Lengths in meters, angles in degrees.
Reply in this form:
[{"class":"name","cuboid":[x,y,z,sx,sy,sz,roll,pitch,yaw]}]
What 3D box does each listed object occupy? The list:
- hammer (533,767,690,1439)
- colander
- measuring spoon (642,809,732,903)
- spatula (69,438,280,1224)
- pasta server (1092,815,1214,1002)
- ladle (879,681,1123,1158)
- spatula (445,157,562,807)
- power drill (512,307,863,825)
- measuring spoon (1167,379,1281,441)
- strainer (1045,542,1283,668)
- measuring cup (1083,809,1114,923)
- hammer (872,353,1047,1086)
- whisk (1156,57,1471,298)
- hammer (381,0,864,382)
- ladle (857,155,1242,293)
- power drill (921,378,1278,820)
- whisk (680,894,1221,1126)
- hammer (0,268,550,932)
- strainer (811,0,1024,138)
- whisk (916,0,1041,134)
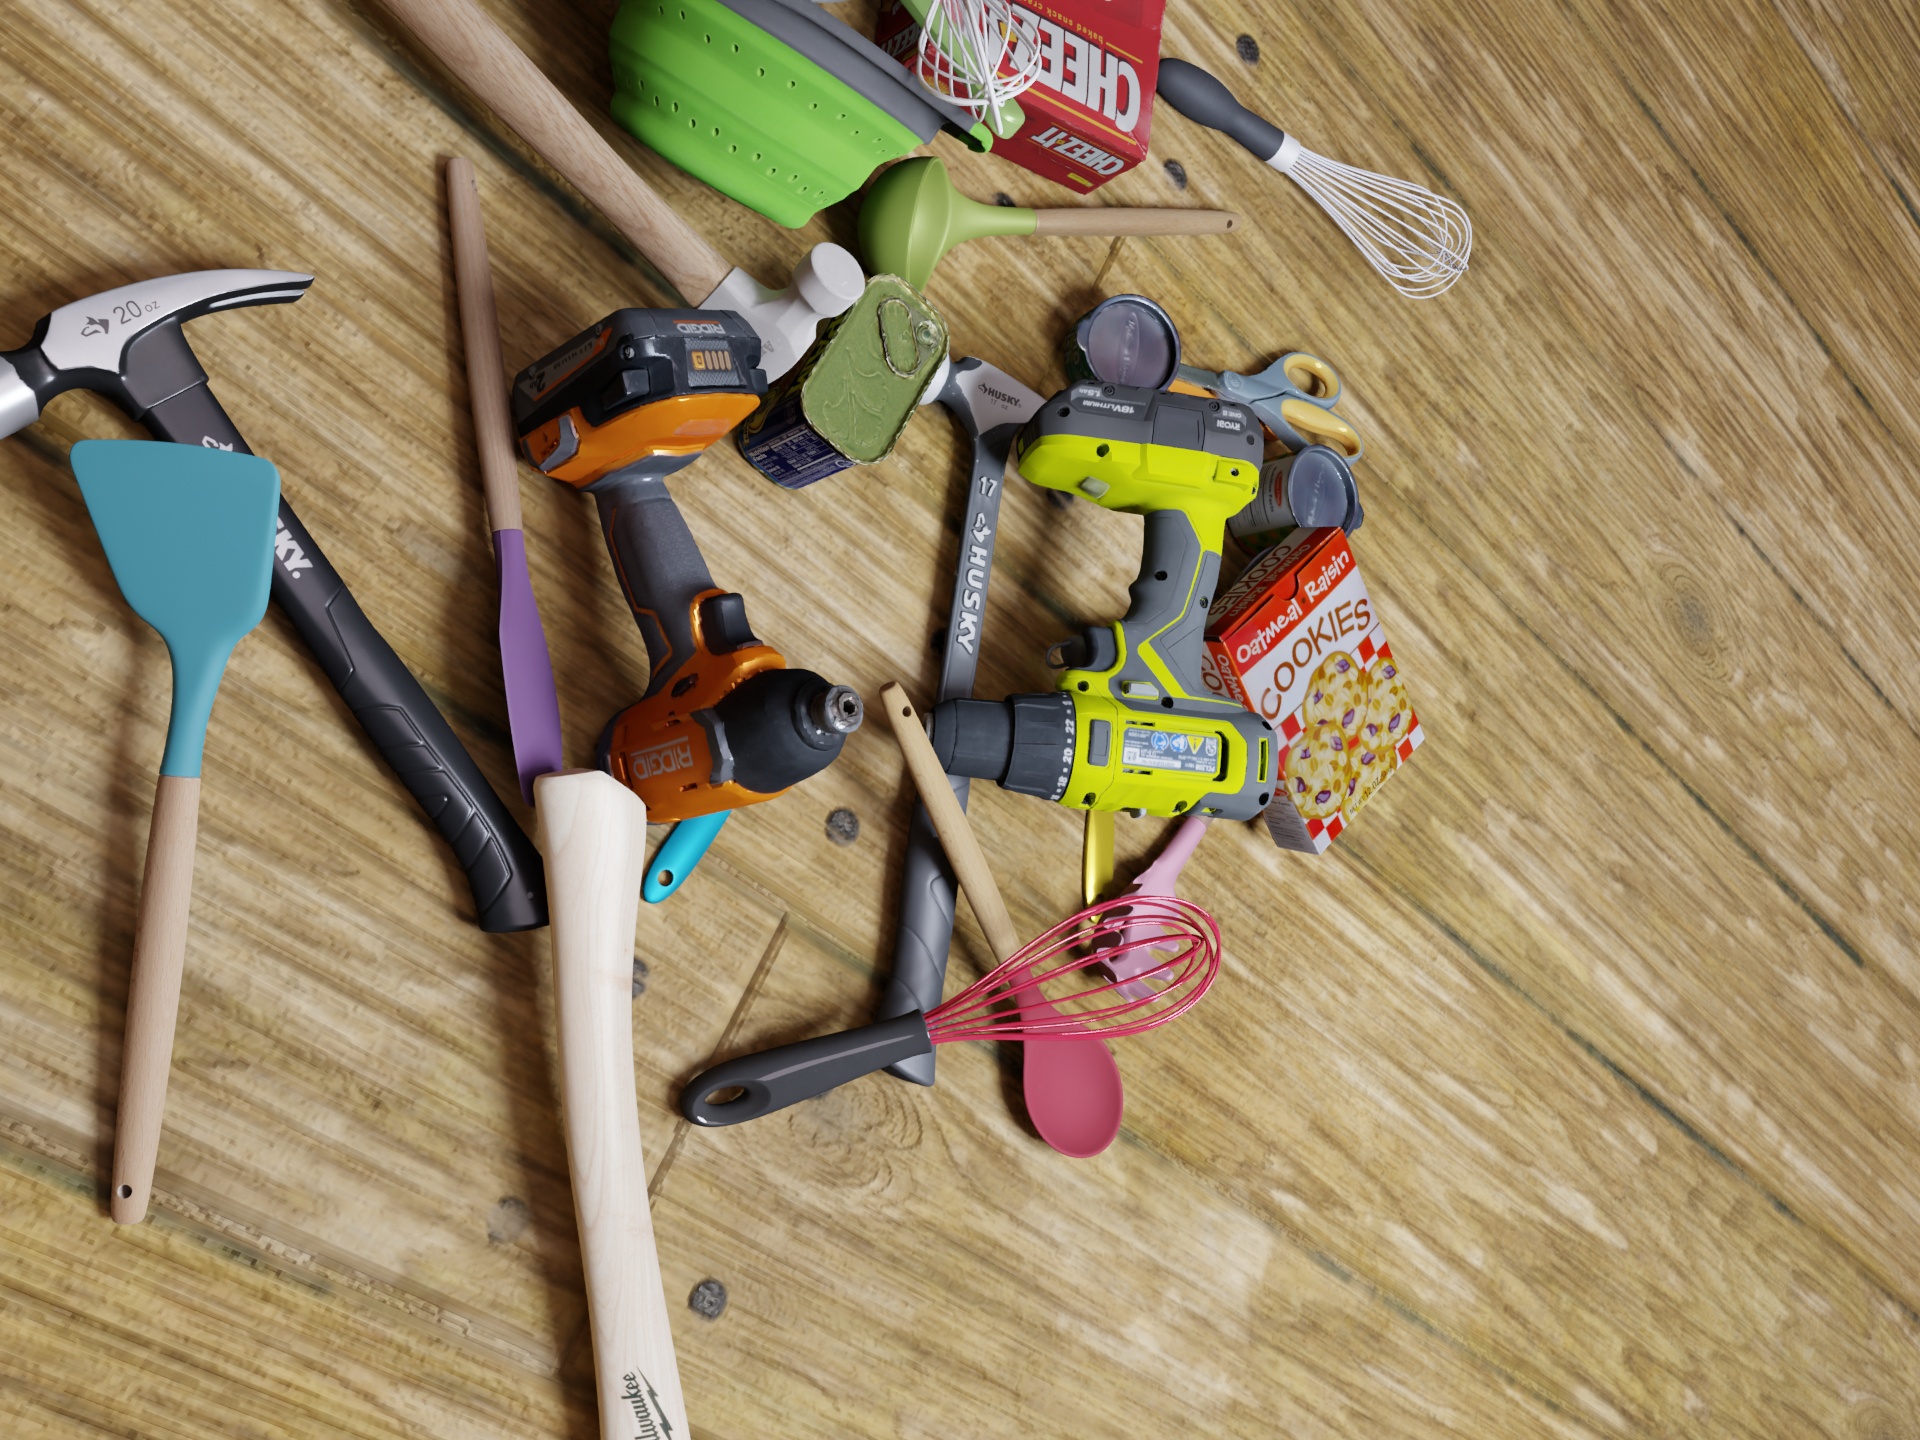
[{"class":"hammer","cuboid":[-0.169,0.228,0.734,0.146,0.038,0.410,-8,95,-33]},{"class":"colander","cuboid":[-0.176,-0.350,0.774,0.397,0.205,0.094,29,104,-12]},{"class":"measuring spoon","cuboid":[-0.120,0.041,0.816,0.042,0.021,0.129,44,64,-23]},{"class":"spatula","cuboid":[-0.327,0.048,0.647,0.082,0.044,0.317,6,89,-3]},{"class":"pasta server","cuboid":[0.168,0.047,1.002,0.316,0.040,0.060,-51,126,-29]},{"class":"ladle","cuboid":[0.020,0.114,0.868,0.069,0.031,0.315,-42,120,-34]},{"class":"spatula","cuboid":[-0.219,-0.114,0.759,0.018,0.059,0.316,-9,86,8]},{"class":"power drill","cuboid":[-0.122,-0.071,0.740,0.084,0.164,0.226,-13,90,-45]},{"class":"measuring spoon","cuboid":[0.167,-0.203,1.044,0.116,0.011,0.021,12,53,-30]},{"class":"strainer","cuboid":[0.146,-0.061,0.984,0.258,0.050,0.086,-14,112,-38]},{"class":"measuring cup","cuboid":[0.093,0.044,0.957,0.062,0.029,0.156,8,82,-33]},{"class":"hammer","cuboid":[-0.001,-0.003,0.895,0.149,0.036,0.409,15,78,-33]},{"class":"whisk","cuboid":[0.243,-0.372,1.088,0.284,0.070,0.070,22,73,-25]},{"class":"hammer","cuboid":[-0.200,-0.284,0.742,0.331,0.130,0.031,43,46,-16]},{"class":"ladle","cuboid":[0.069,-0.298,0.960,0.320,0.062,0.078,-14,126,-38]},{"class":"power drill","cuboid":[0.080,-0.062,0.874,0.190,0.080,0.228,7,81,-11]},{"class":"whisk","cuboid":[-0.001,0.154,0.824,0.296,0.073,0.073,-16,95,-12]},{"class":"hammer","cuboid":[-0.274,-0.043,0.713,0.146,0.035,0.334,-40,108,-30]},{"class":"strainer","cuboid":[-0.060,-0.389,0.839,0.256,0.069,0.151,54,38,9]},{"class":"whisk","cuboid":[-0.003,-0.362,0.778,0.059,0.058,0.247,69,8,-48]}]
